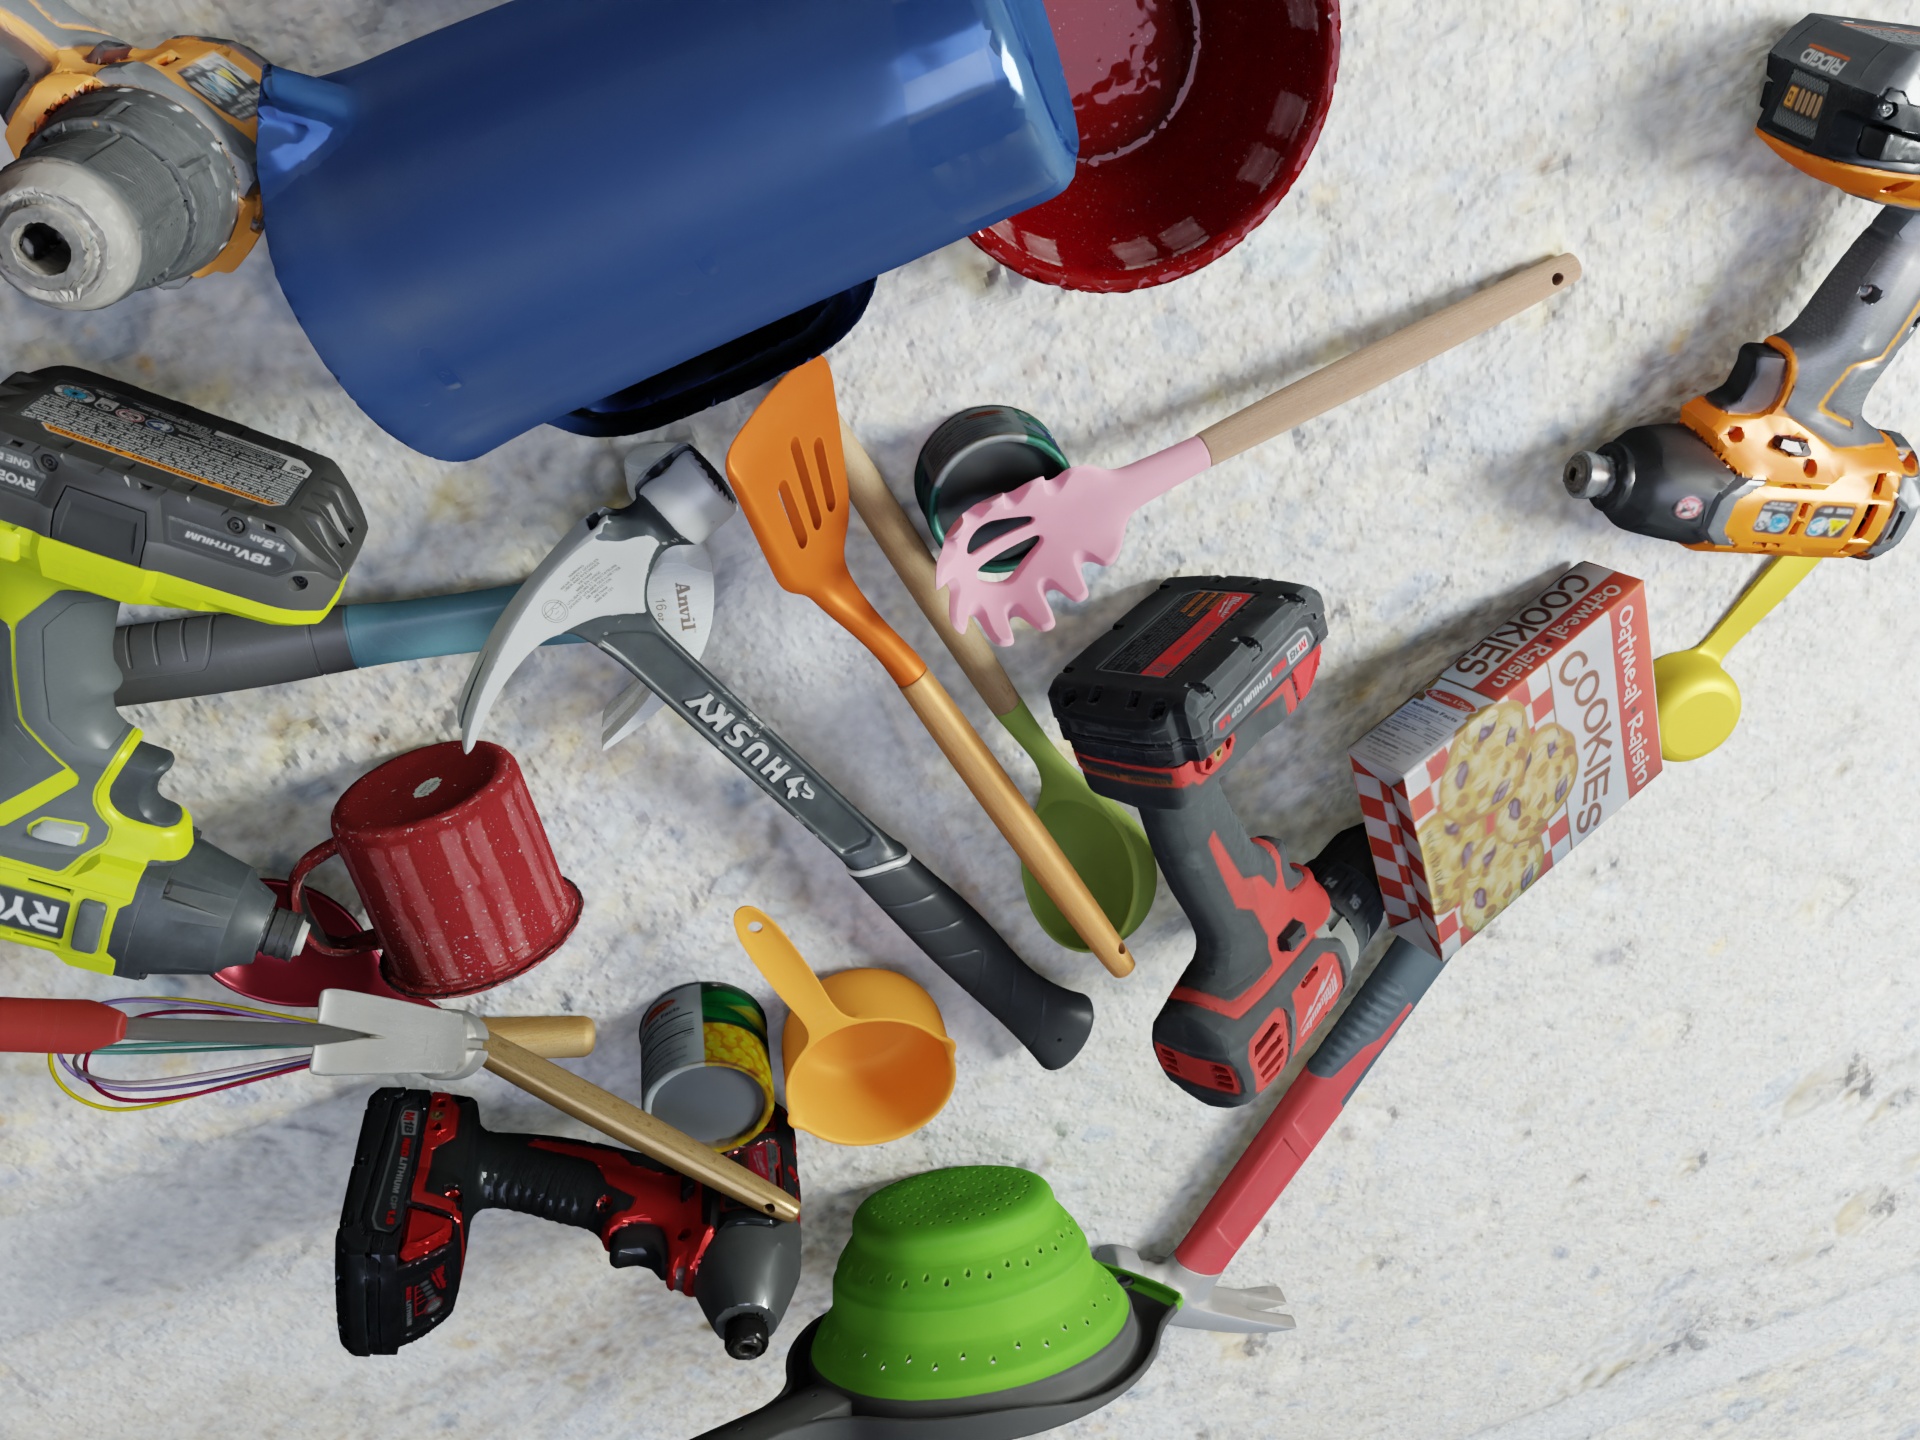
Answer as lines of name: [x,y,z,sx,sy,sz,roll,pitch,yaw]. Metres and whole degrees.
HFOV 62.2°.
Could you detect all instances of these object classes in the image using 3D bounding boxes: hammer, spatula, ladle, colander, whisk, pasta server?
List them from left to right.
hammer: [-0.392,0.127,0.662,0.359,0.037,0.149,1,166,5]
hammer: [-0.267,-0.034,0.662,0.331,0.033,0.128,-8,121,-7]
whisk: [-0.302,0.159,0.768,0.245,0.047,0.051,2,152,-19]
ladle: [-0.213,0.161,0.753,0.315,0.031,0.069,31,111,-9]
colander: [-0.064,0.314,0.819,0.397,0.204,0.094,-10,93,-35]
hammer: [-0.053,0.059,0.740,0.149,0.036,0.408,-39,127,4]
spatula: [-0.001,-0.002,0.680,0.041,0.081,0.322,-14,123,39]
ladle: [0.002,-0.018,0.718,0.062,0.078,0.319,-51,123,-28]
pasta server: [0.128,-0.123,0.664,0.316,0.040,0.060,-27,116,-6]
hammer: [0.223,0.214,0.918,0.143,0.038,0.386,17,116,-23]

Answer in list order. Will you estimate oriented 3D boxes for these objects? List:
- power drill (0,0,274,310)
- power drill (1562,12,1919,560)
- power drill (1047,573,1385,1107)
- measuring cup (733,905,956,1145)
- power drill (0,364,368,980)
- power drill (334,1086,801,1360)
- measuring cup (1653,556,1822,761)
power drill: [-0.307,-0.210,0.457,0.226,0.186,0.084,36,110,-25]
power drill: [0.365,-0.175,0.686,0.164,0.084,0.226,1,125,-12]
power drill: [0.142,0.044,0.746,0.188,0.080,0.226,-40,123,-35]
measuring cup: [-0.068,0.140,0.802,0.095,0.052,0.173,-28,121,5]
power drill: [-0.316,-0.004,0.606,0.171,0.080,0.223,19,114,-17]
power drill: [-0.188,0.252,0.792,0.219,0.143,0.078,4,123,-12]
measuring cup: [0.400,-0.042,0.802,0.062,0.029,0.156,24,115,-24]
